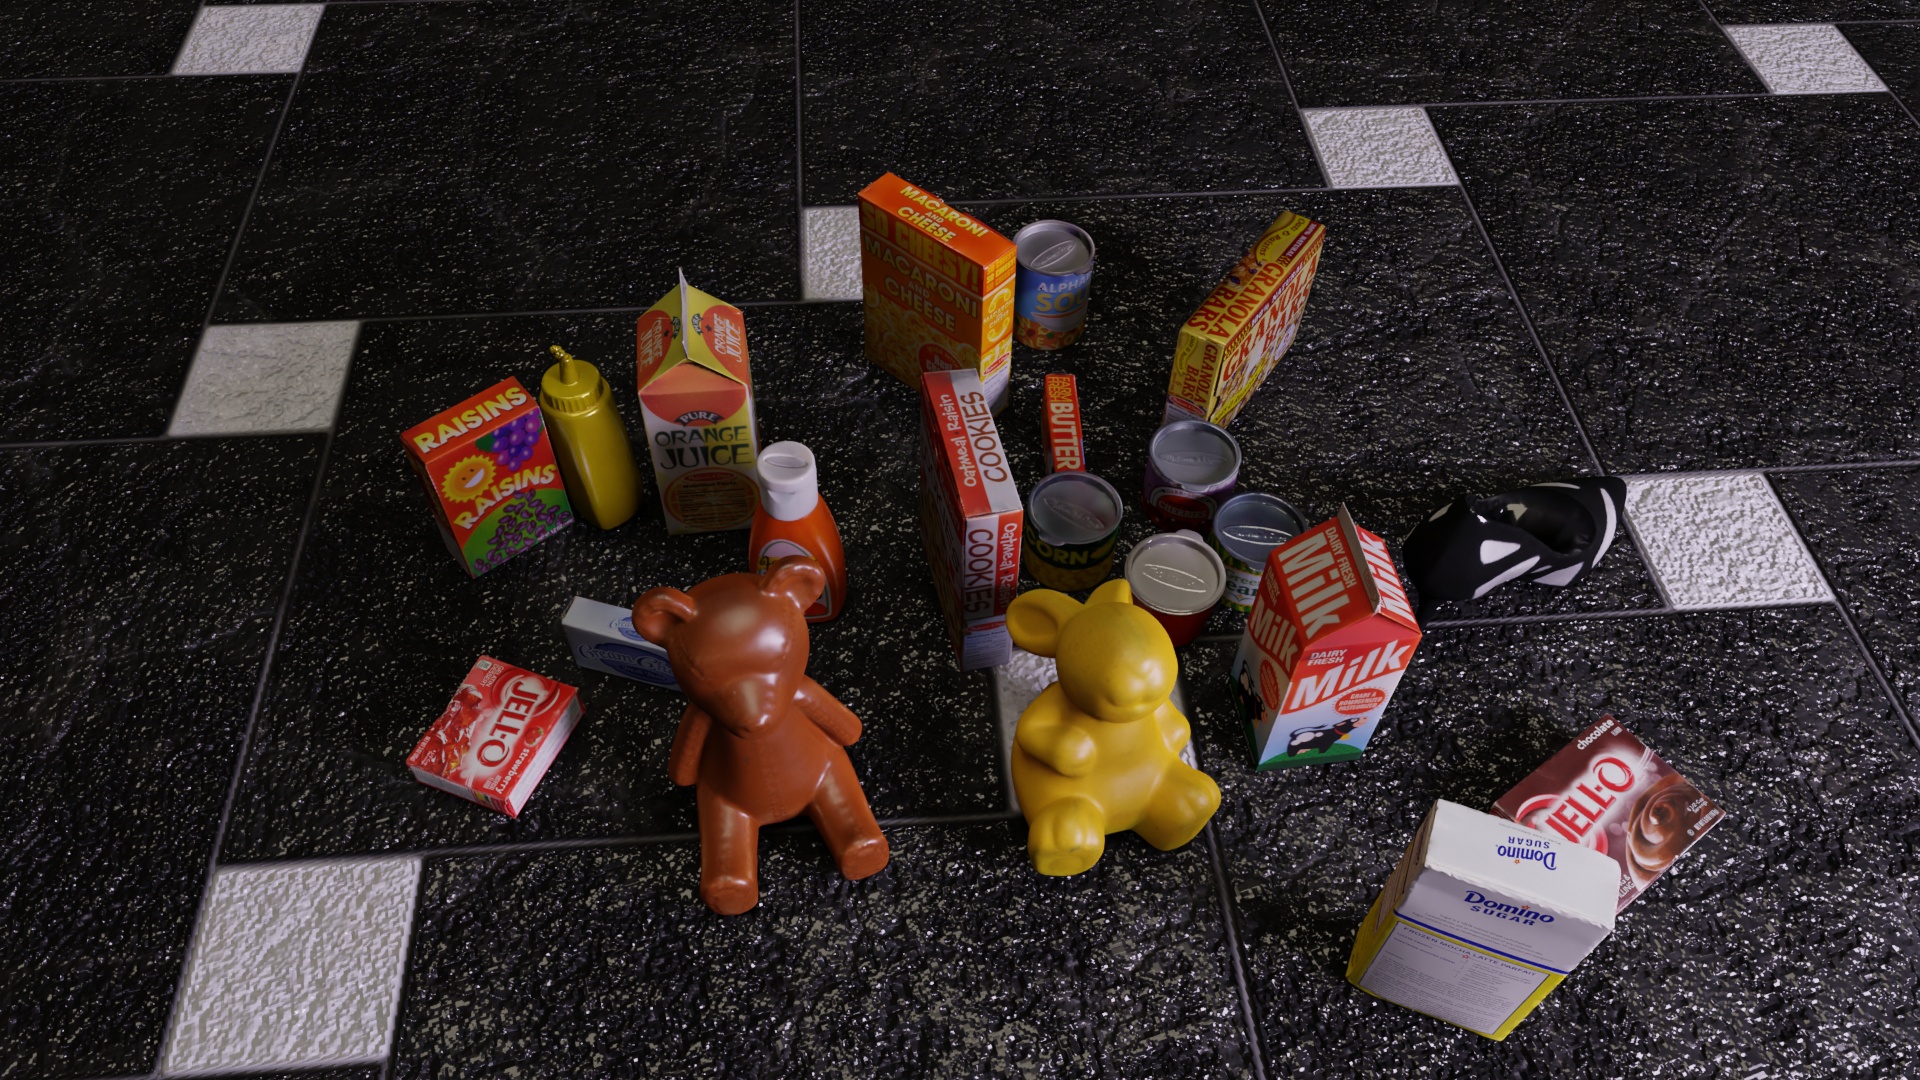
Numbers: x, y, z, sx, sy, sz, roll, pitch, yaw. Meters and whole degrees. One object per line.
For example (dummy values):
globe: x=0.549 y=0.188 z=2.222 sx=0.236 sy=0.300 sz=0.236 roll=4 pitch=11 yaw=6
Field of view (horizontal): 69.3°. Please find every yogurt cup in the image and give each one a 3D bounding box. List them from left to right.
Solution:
yogurt cup: x=0.144 y=0.037 z=0.952 sx=0.072 sy=0.053 sz=0.073 roll=1 pitch=51 yaw=-1

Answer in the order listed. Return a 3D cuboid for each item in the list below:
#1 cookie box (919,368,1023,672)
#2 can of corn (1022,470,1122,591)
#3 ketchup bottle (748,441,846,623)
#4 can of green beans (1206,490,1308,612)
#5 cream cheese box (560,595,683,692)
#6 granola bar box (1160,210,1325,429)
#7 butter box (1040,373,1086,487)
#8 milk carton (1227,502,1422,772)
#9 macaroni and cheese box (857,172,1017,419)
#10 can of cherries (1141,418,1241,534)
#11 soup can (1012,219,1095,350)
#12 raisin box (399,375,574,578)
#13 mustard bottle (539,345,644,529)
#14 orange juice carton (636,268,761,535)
cookie box: x=0.003 y=-0.011 z=0.914 sx=0.040 sy=0.166 sz=0.123 roll=-10 pitch=53 yaw=-9
can of corn: x=0.077 y=-0.004 z=0.980 sx=0.071 sy=0.058 sz=0.071 roll=1 pitch=51 yaw=-1
ketchup bottle: x=-0.110 y=-0.004 z=0.917 sx=0.065 sy=0.148 sz=0.044 roll=7 pitch=52 yaw=4
can of green beans: x=0.205 y=0.008 z=0.974 sx=0.071 sy=0.057 sz=0.071 roll=1 pitch=51 yaw=-1
cream cheese box: x=-0.207 y=0.071 z=0.914 sx=0.104 sy=0.053 sz=0.024 roll=13 pitch=52 yaw=9
granola bar box: x=0.216 y=-0.157 z=1.064 sx=0.039 sy=0.123 sz=0.166 roll=29 pitch=56 yaw=20
butter box: x=0.076 y=-0.071 z=1.036 sx=0.024 sy=0.052 sz=0.104 roll=-1 pitch=51 yaw=-2
milk carton: x=0.222 y=0.062 z=0.847 sx=0.073 sy=0.189 sz=0.073 roll=-6 pitch=52 yaw=-6
macaroni and cheese box: x=-0.018 y=-0.179 z=1.047 sx=0.124 sy=0.165 sz=0.040 roll=35 pitch=59 yaw=23
can of cherries: x=0.167 y=-0.044 z=1.014 sx=0.071 sy=0.058 sz=0.072 roll=1 pitch=51 yaw=-1
soup can: x=0.074 y=-0.204 z=1.123 sx=0.071 sy=0.083 sz=0.072 roll=1 pitch=52 yaw=-1
raisin box: x=-0.323 y=-0.042 z=0.957 sx=0.086 sy=0.122 sz=0.040 roll=-33 pitch=59 yaw=-25
mustard bottle: x=-0.259 y=-0.076 z=0.963 sx=0.049 sy=0.159 sz=0.065 roll=-35 pitch=60 yaw=-26
orange juice carton: x=-0.179 y=-0.091 z=0.957 sx=0.073 sy=0.191 sz=0.072 roll=-5 pitch=52 yaw=-6
